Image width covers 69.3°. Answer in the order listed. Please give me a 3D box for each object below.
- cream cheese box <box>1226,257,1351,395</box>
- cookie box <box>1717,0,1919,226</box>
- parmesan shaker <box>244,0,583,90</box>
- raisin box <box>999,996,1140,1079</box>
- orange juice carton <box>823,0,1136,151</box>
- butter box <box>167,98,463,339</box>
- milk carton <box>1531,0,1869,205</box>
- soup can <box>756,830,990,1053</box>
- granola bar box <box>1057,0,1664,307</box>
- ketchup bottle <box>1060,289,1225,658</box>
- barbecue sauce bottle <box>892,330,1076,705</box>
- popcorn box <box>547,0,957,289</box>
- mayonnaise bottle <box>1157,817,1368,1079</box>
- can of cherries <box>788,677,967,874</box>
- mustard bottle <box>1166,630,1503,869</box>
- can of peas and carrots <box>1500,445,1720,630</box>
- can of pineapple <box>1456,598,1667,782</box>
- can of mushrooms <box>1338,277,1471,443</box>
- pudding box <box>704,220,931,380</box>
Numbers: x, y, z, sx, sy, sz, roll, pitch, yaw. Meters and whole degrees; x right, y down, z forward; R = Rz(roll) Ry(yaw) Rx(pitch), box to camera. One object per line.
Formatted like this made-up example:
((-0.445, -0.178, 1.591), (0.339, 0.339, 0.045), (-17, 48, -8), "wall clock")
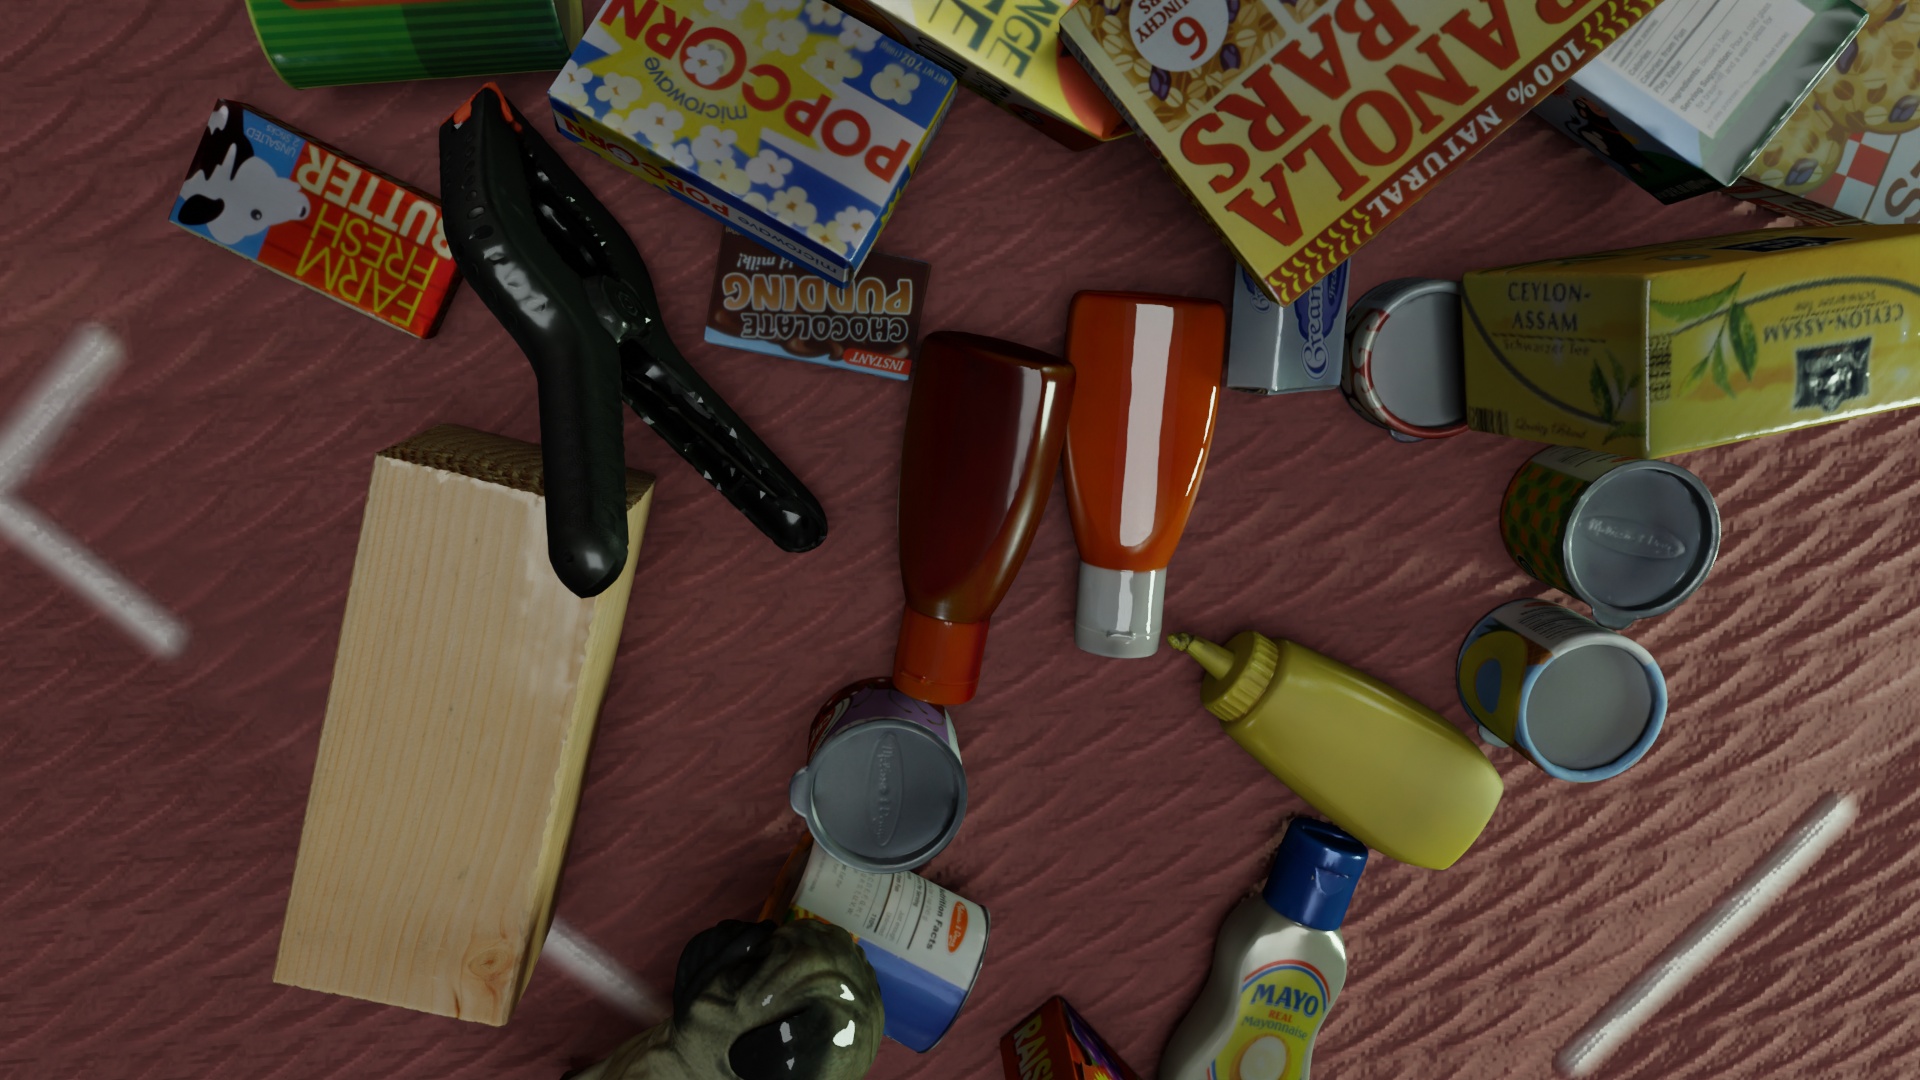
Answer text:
((0.134, -0.112, 0.558), (0.053, 0.024, 0.103), (-8, 105, -45), "cream cheese box")
((0.371, -0.193, 0.568), (0.167, 0.040, 0.122), (17, 99, -7), "cookie box")
((-0.196, -0.205, 0.506), (0.103, 0.071, 0.071), (-6, 102, -4), "parmesan shaker")
((0.073, 0.272, 0.609), (0.040, 0.086, 0.123), (-41, 101, 6), "raisin box")
((0.019, -0.205, 0.519), (0.193, 0.072, 0.073), (28, 98, -9), "orange juice carton")
((-0.243, -0.123, 0.538), (0.103, 0.024, 0.053), (25, 99, -9), "butter box")
((0.218, -0.212, 0.514), (0.190, 0.072, 0.073), (37, 103, 3), "milk carton")
((-0.041, 0.171, 0.591), (0.084, 0.071, 0.071), (28, 98, -9), "soup can")
((0.134, -0.179, 0.465), (0.165, 0.039, 0.124), (-39, 98, 10), "granola bar box")
((0.071, -0.027, 0.572), (0.065, 0.043, 0.148), (5, 101, 3), "ketchup bottle")
((0.002, -0.007, 0.566), (0.065, 0.044, 0.148), (20, 107, 29), "barbecue sauce bottle")
((-0.076, -0.163, 0.520), (0.127, 0.038, 0.085), (29, 80, -3), "popcorn box")
((0.140, 0.198, 0.623), (0.065, 0.041, 0.147), (17, 100, -8), "mayonnaise bottle")
((-0.035, 0.096, 0.580), (0.071, 0.058, 0.071), (-1, 102, -4), "can of cherries")
((0.154, 0.079, 0.597), (0.160, 0.049, 0.065), (33, 95, -9), "mustard bottle")
((0.271, -0.003, 0.586), (0.071, 0.059, 0.070), (-1, 102, -4), "can of peas and carrots")
((0.257, 0.066, 0.599), (0.071, 0.058, 0.071), (-1, 102, -5), "can of pineapple")
((0.193, -0.074, 0.579), (0.071, 0.033, 0.071), (-1, 101, -5), "can of mushrooms")
((-0.057, -0.096, 0.555), (0.084, 0.030, 0.049), (11, 101, -6), "pudding box")
